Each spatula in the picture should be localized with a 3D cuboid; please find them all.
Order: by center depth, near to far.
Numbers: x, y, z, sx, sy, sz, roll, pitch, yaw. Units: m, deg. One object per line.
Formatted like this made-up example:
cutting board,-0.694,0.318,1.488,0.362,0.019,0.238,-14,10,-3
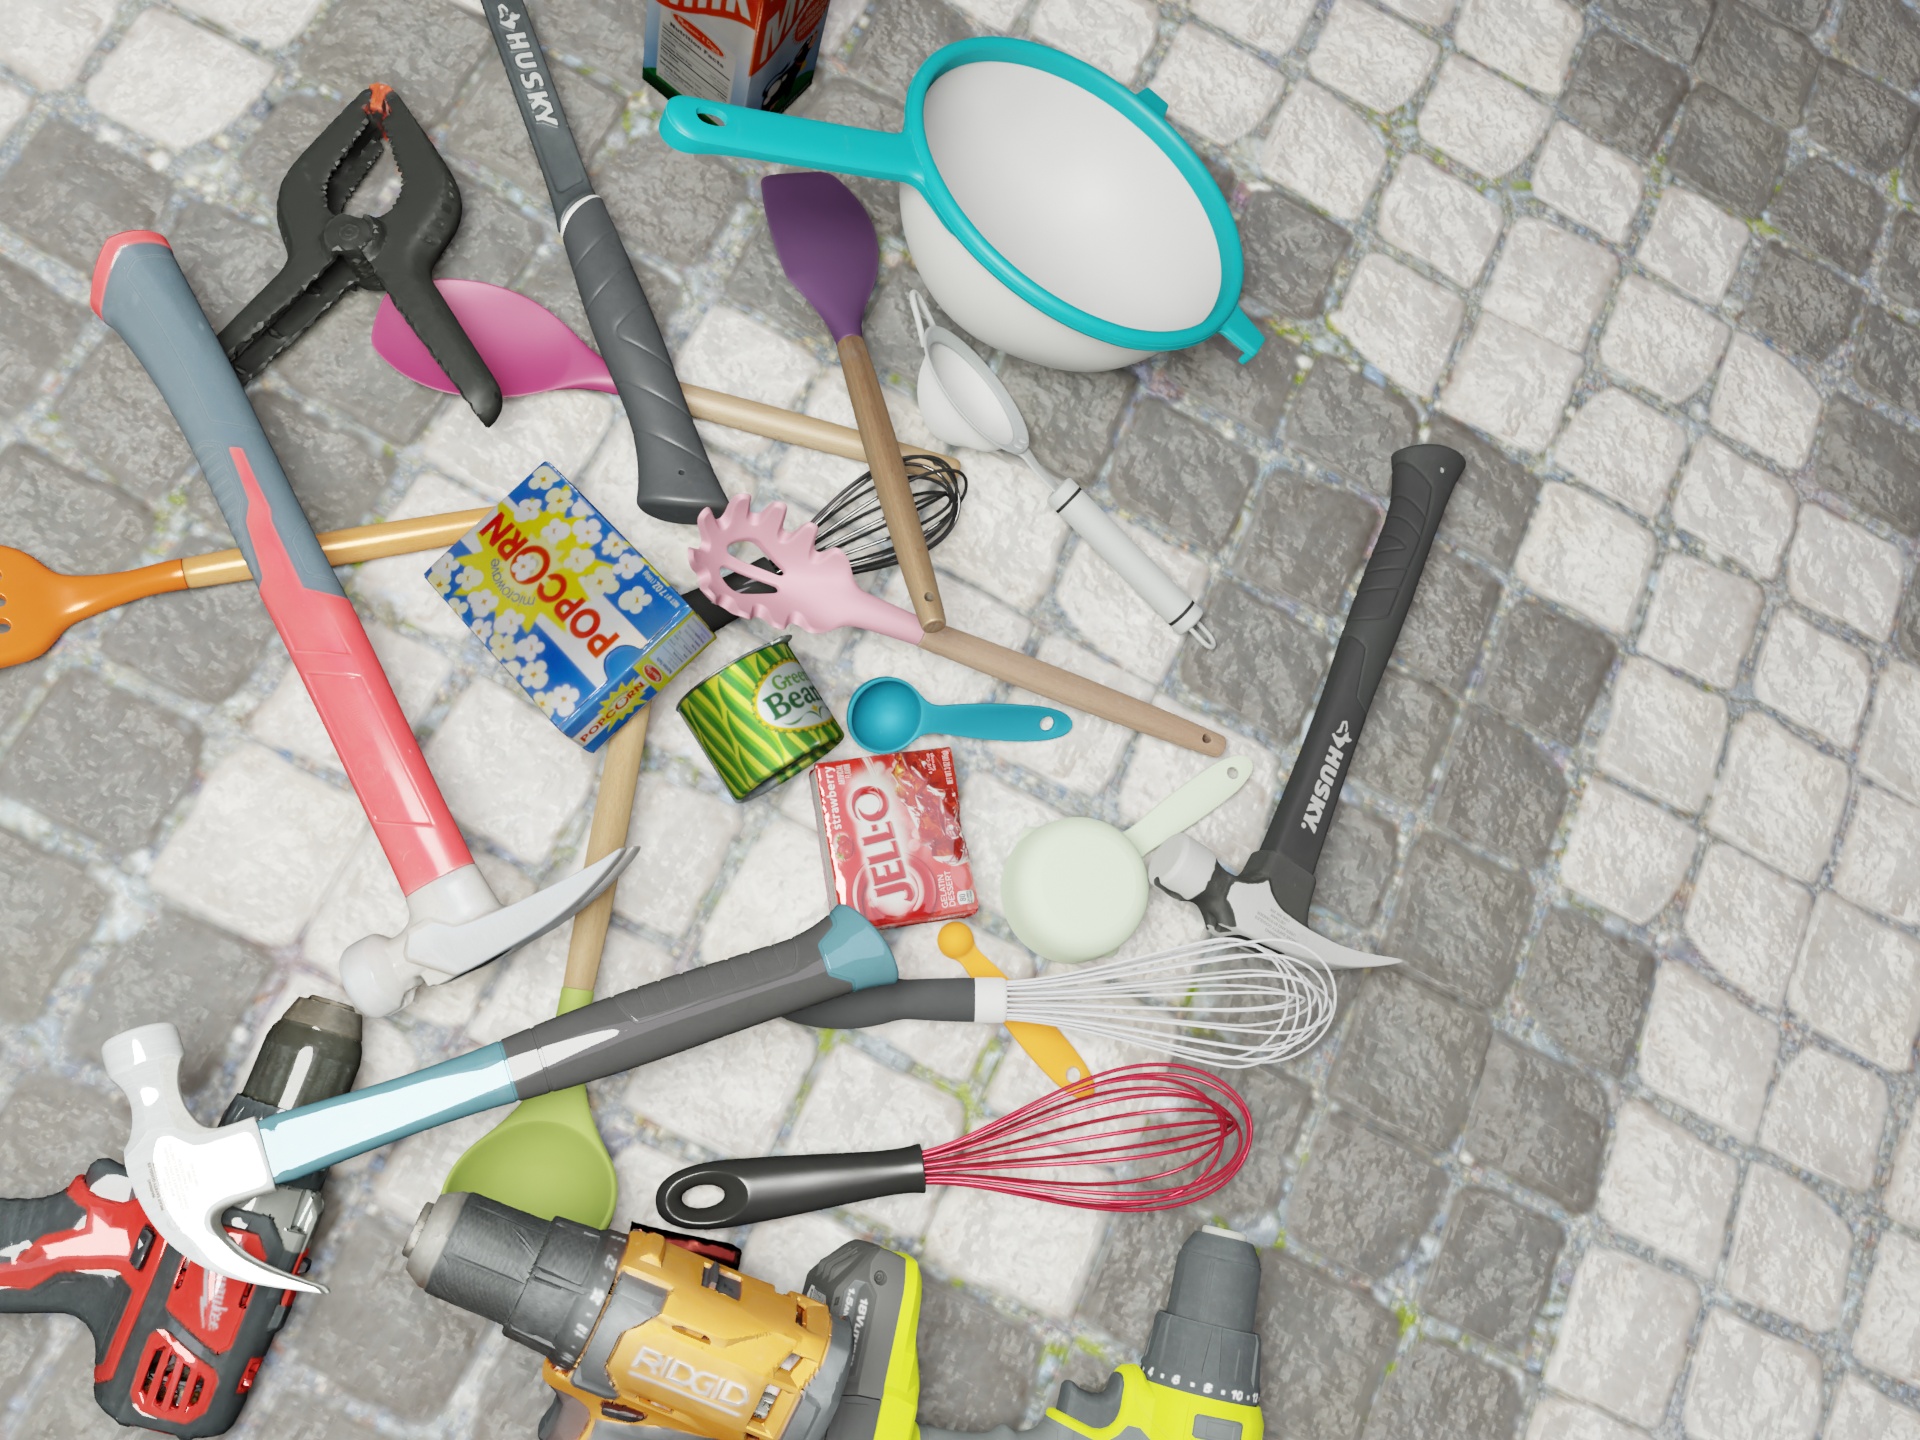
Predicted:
spatula,-0.355,-0.079,0.778,0.322,0.041,0.081,-13,80,-17
spatula,-0.051,-0.182,0.849,0.059,0.018,0.316,-8,62,-15

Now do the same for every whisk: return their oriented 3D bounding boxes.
whisk,0.000,0.216,0.779,0.296,0.073,0.073,-6,77,-7
whisk,0.047,0.141,0.797,0.284,0.070,0.070,0,76,-1
whisk,-0.100,-0.076,0.835,0.239,0.055,0.055,-29,84,-14

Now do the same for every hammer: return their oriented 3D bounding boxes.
hammer,-0.186,0.148,0.702,0.331,0.033,0.128,-16,78,-19
hammer,-0.294,-0.065,0.744,0.143,0.038,0.386,-28,84,3
hammer,-0.206,-0.289,0.858,0.149,0.036,0.409,-18,78,-18
hammer,0.224,-0.018,0.891,0.146,0.035,0.335,33,67,-17

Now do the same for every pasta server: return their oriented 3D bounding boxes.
pasta server,0.006,-0.037,0.828,0.316,0.040,0.060,20,80,-18

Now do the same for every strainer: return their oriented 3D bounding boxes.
strainer,-0.008,-0.265,0.848,0.340,0.095,0.211,-2,64,-32
strainer,0.050,-0.129,0.885,0.258,0.050,0.087,44,27,-5

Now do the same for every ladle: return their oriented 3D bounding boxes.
ladle,-0.178,0.100,0.752,0.078,0.062,0.320,9,78,-2

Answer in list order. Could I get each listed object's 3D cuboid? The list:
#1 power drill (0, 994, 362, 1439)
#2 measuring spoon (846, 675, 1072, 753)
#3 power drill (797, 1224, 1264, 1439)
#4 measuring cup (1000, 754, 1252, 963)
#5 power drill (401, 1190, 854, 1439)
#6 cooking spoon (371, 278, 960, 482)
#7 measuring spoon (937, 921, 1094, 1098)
power drill,-0.387,0.187,0.686,0.226,0.080,0.188,20,73,-10
measuring spoon,-0.001,-0.003,0.855,0.128,0.021,0.042,3,106,-21
power drill,0.036,0.320,0.749,0.228,0.080,0.191,16,73,-11
measuring cup,0.098,0.063,0.847,0.167,0.038,0.083,-34,86,-16
power drill,-0.171,0.312,0.656,0.185,0.084,0.226,26,96,-8
cooking spoon,-0.154,-0.175,0.861,0.318,0.017,0.069,14,70,-9
measuring spoon,0.030,0.150,0.824,0.021,0.011,0.117,-40,87,-19
